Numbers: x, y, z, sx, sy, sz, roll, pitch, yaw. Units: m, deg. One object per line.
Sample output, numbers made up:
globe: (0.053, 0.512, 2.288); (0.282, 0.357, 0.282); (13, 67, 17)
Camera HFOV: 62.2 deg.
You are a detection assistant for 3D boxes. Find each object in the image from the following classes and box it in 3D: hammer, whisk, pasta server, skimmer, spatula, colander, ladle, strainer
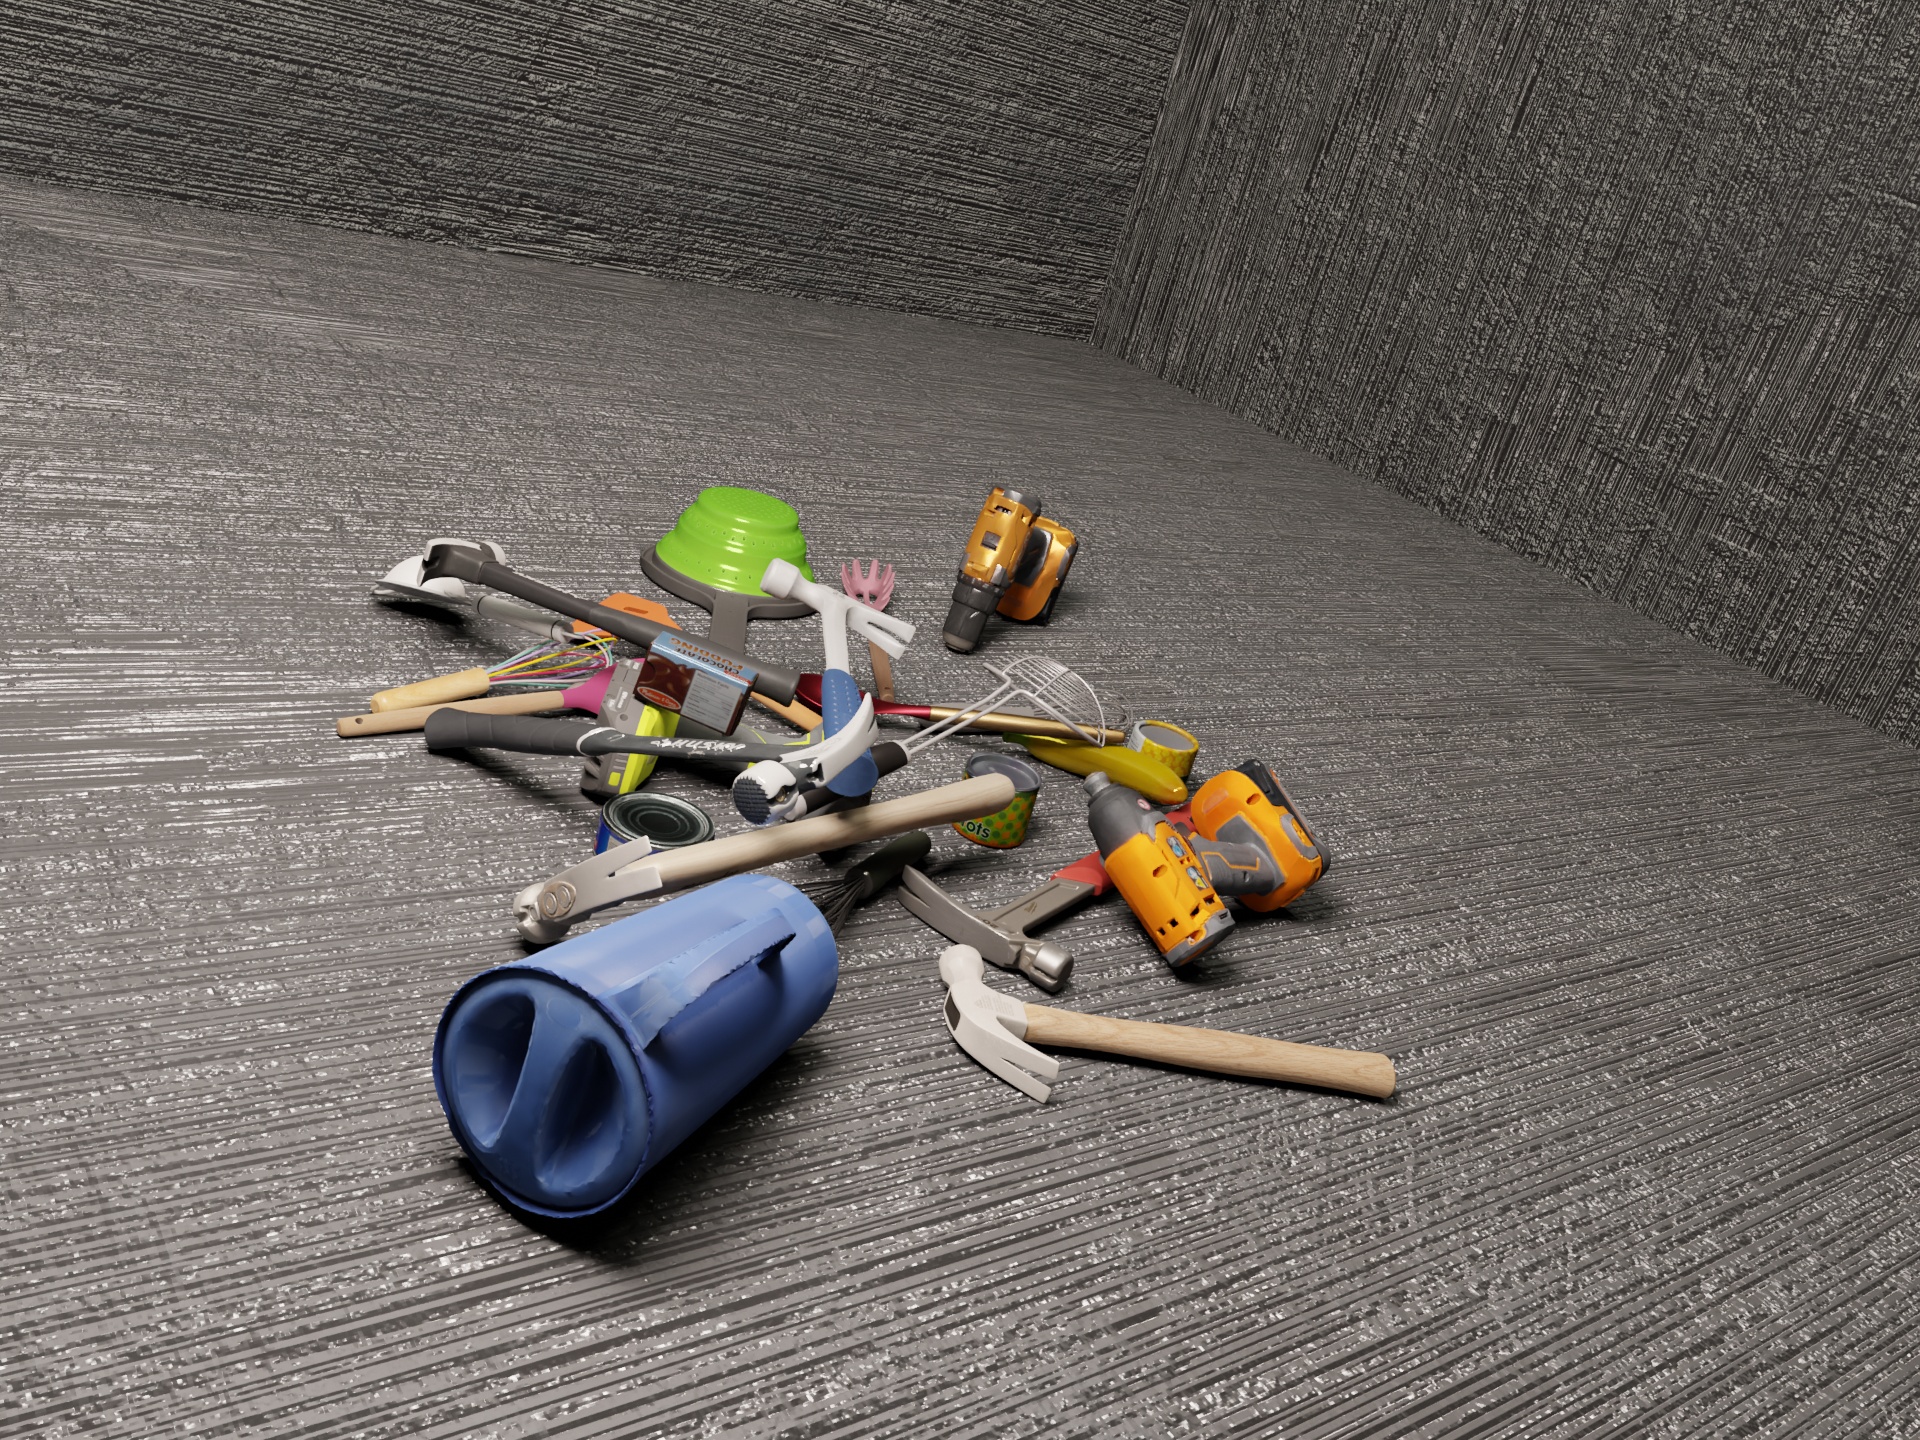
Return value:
hammer: (-0.093, -0.035, 1.283); (0.144, 0.035, 0.406); (25, 17, -15)
hammer: (-0.239, 0.013, 1.128); (0.409, 0.036, 0.149); (4, 23, 35)
whisk: (-0.387, -0.036, 1.341); (0.047, 0.051, 0.245); (7, 18, 37)
hammer: (0.106, 0.121, 1.312); (0.149, 0.036, 0.359); (28, 26, 26)
pasta server: (-0.090, -0.096, 1.677); (0.060, 0.040, 0.316); (0, 26, -8)
skimmer: (-0.013, 0.028, 1.303); (0.127, 0.090, 0.363); (36, 41, 27)
spatula: (-0.211, -0.037, 1.452); (0.323, 0.041, 0.081); (30, 44, 12)
hammer: (-0.100, 0.080, 1.116); (0.410, 0.146, 0.038); (-11, 80, -46)
hammer: (-0.288, -0.081, 1.313); (0.335, 0.035, 0.146); (21, 8, 7)
whisk: (-0.079, 0.124, 1.177); (0.059, 0.058, 0.246); (56, 27, 3)
colander: (-0.230, -0.159, 1.649); (0.204, 0.094, 0.397); (12, 23, -11)
hammer: (0.150, 0.227, 1.105); (0.331, 0.031, 0.130); (11, 23, -13)
ladle: (-0.002, -0.005, 1.487); (0.315, 0.031, 0.069); (7, 26, 0)
strainer: (-0.424, -0.105, 1.398); (0.258, 0.050, 0.086); (18, 0, 29)
whisk: (0.066, -0.005, 1.564); (0.239, 0.055, 0.055); (0, 28, -27)

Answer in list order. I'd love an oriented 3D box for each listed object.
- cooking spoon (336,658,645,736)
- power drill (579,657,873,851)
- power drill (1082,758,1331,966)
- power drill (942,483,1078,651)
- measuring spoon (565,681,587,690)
cooking spoon: (-0.353, -0.014, 1.311); (0.318, 0.017, 0.069); (-10, 63, -41)
power drill: (-0.180, 0.033, 1.270); (0.223, 0.080, 0.171); (16, 22, -9)
power drill: (0.196, 0.099, 1.300); (0.226, 0.084, 0.164); (-12, 64, -52)
power drill: (0.052, -0.160, 1.798); (0.084, 0.185, 0.226); (23, 4, 16)
measuring spoon: (-0.301, -0.032, 1.407); (0.034, 0.018, 0.124); (27, 24, 24)
